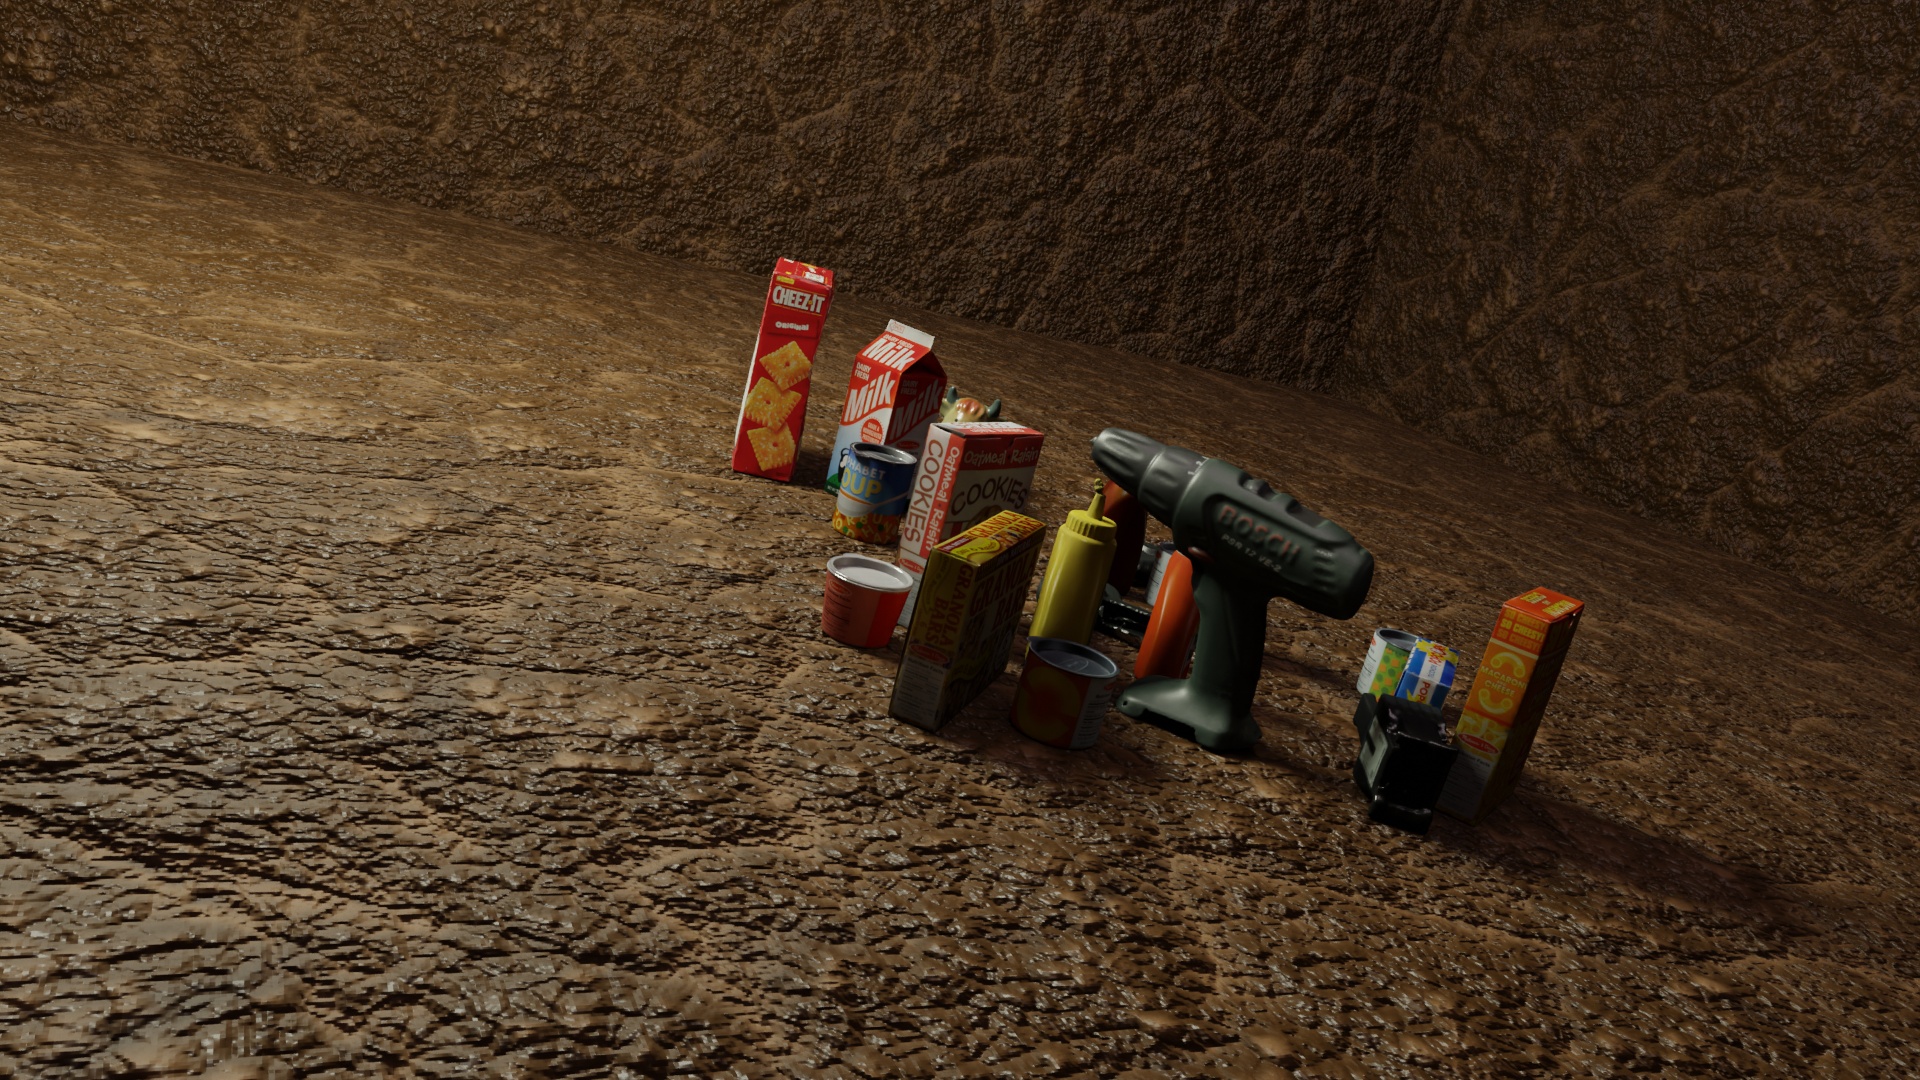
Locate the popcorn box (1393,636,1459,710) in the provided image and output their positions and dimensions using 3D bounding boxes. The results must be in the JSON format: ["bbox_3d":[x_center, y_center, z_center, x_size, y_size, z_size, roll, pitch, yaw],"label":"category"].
[{"bbox_3d":[0.371,0.135,1.131,0.038,0.085,0.127,20,15,19],"label":"popcorn box"}]

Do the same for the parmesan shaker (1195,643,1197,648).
[{"bbox_3d":[0.245,0.049,1.286,0.071,0.102,0.071,14,14,-4],"label":"parmesan shaker"}]

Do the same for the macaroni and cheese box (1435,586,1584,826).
[{"bbox_3d":[0.421,0.124,1.063,0.040,0.166,0.124,24,17,31],"label":"macaroni and cheese box"}]

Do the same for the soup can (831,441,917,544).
[{"bbox_3d":[-0.086,-0.046,1.341,0.071,0.083,0.071,14,15,-4],"label":"soup can"}]

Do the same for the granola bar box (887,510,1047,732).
[{"bbox_3d":[0.007,0.053,0.996,0.039,0.123,0.166,19,15,15],"label":"granola bar box"}]

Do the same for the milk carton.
[{"bbox_3d":[-0.074,-0.130,1.452,0.072,0.190,0.073,27,18,38],"label":"milk carton"}]

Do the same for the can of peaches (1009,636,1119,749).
[{"bbox_3d":[0.071,0.108,0.987,0.071,0.058,0.071,14,15,-4],"label":"can of peaches"}]

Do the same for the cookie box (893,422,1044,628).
[{"bbox_3d":[0.004,-0.014,1.153,0.040,0.167,0.123,24,17,30],"label":"cookie box"}]

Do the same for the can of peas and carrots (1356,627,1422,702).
[{"bbox_3d":[0.406,0.120,1.273,0.071,0.058,0.071,14,15,-4],"label":"can of peas and carrots"}]

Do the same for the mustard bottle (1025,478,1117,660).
[{"bbox_3d":[0.092,0.029,1.096,0.049,0.159,0.065,15,14,-1],"label":"mustard bottle"}]

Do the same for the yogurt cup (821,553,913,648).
[{"bbox_3d":[-0.075,0.048,1.068,0.072,0.053,0.072,14,15,-4],"label":"yogurt cup"}]

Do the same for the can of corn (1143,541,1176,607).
[{"bbox_3d":[0.224,0.040,1.384,0.071,0.058,0.071,14,15,-4],"label":"can of corn"}]

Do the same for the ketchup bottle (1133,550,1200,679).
[{"bbox_3d":[0.184,0.047,1.142,0.043,0.148,0.065,18,15,10],"label":"ketchup bottle"}]

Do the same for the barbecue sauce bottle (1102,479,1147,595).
[{"bbox_3d":[0.156,-0.022,1.369,0.065,0.148,0.044,11,15,-15],"label":"barbecue sauce bottle"}]
